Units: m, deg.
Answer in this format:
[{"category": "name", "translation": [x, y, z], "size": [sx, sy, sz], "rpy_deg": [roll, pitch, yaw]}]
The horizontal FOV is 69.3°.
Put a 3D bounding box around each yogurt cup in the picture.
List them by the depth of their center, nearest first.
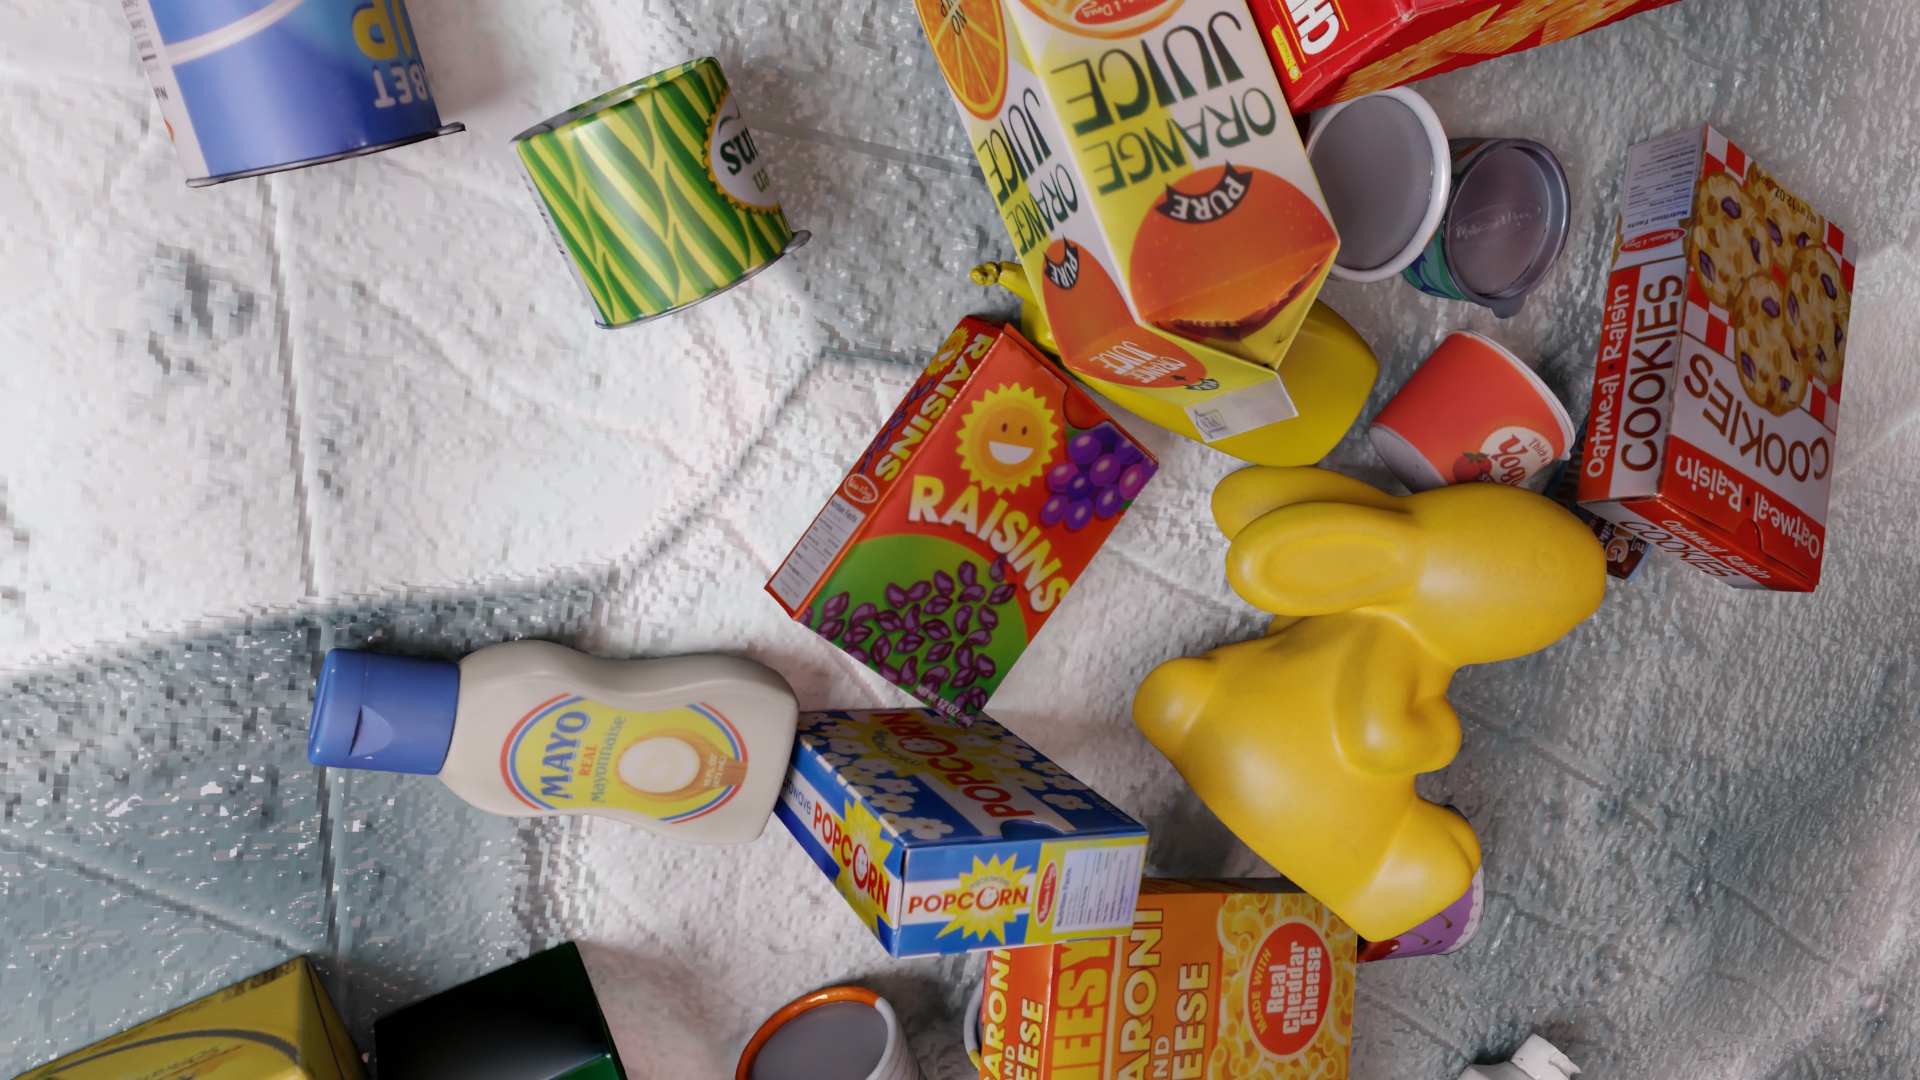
[{"category": "yogurt cup", "translation": [0.206, -0.045, 0.569], "size": [0.054, 0.072, 0.072], "rpy_deg": [-41, 119, 1]}]

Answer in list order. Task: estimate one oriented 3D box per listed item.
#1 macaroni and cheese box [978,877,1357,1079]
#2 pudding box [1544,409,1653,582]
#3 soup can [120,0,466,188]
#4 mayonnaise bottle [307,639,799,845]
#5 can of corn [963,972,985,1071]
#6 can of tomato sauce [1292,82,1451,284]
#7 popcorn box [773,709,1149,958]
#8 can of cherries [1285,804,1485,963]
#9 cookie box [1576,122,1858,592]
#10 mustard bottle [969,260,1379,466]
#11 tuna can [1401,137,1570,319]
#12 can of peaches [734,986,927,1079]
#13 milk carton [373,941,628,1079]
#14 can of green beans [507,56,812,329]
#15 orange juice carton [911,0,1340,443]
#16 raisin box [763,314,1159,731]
[{"category": "macaroni and cheese box", "translation": [0.081, 0.192, 0.526], "size": [0.166, 0.040, 0.124], "rpy_deg": [11, 81, -36]}, {"category": "pudding box", "translation": [0.303, -0.028, 0.638], "size": [0.049, 0.030, 0.083], "rpy_deg": [24, 95, -29]}, {"category": "soup can", "translation": [-0.176, -0.140, 0.357], "size": [0.071, 0.071, 0.083], "rpy_deg": [-18, 113, -19]}, {"category": "mayonnaise bottle", "translation": [-0.131, 0.063, 0.456], "size": [0.148, 0.041, 0.064], "rpy_deg": [11, 103, -28]}, {"category": "can of corn", "translation": [0.045, 0.203, 0.565], "size": [0.071, 0.071, 0.058], "rpy_deg": [-42, 118, -8]}, {"category": "can of tomato sauce", "translation": [0.119, -0.130, 0.489], "size": [0.071, 0.083, 0.071], "rpy_deg": [-8, 110, -23]}, {"category": "popcorn box", "translation": [-0.006, 0.094, 0.475], "size": [0.085, 0.127, 0.038], "rpy_deg": [3, 100, -26]}, {"category": "can of cherries", "translation": [0.188, 0.150, 0.618], "size": [0.058, 0.071, 0.071], "rpy_deg": [3, 104, -25]}, {"category": "cookie box", "translation": [0.330, -0.075, 0.599], "size": [0.123, 0.040, 0.168], "rpy_deg": [21, 76, -29]}, {"category": "mustard bottle", "translation": [0.074, -0.075, 0.502], "size": [0.160, 0.049, 0.065], "rpy_deg": [17, 118, -25]}, {"category": "tuna can", "translation": [0.210, -0.127, 0.562], "size": [0.071, 0.033, 0.070], "rpy_deg": [-8, 109, -23]}, {"category": "can of peaches", "translation": [-0.047, 0.214, 0.528], "size": [0.071, 0.071, 0.058], "rpy_deg": [-27, 115, -16]}, {"category": "milk carton", "translation": [-0.138, 0.249, 0.492], "size": [0.073, 0.072, 0.189], "rpy_deg": [-20, 113, -19]}, {"category": "can of green beans", "translation": [-0.090, -0.103, 0.409], "size": [0.071, 0.071, 0.057], "rpy_deg": [-29, 116, -14]}, {"category": "orange juice carton", "translation": [0.053, -0.122, 0.430], "size": [0.073, 0.071, 0.192], "rpy_deg": [-24, 93, -14]}, {"category": "raisin box", "translation": [0.002, -0.006, 0.498], "size": [0.086, 0.040, 0.123], "rpy_deg": [37, 87, -28]}]
